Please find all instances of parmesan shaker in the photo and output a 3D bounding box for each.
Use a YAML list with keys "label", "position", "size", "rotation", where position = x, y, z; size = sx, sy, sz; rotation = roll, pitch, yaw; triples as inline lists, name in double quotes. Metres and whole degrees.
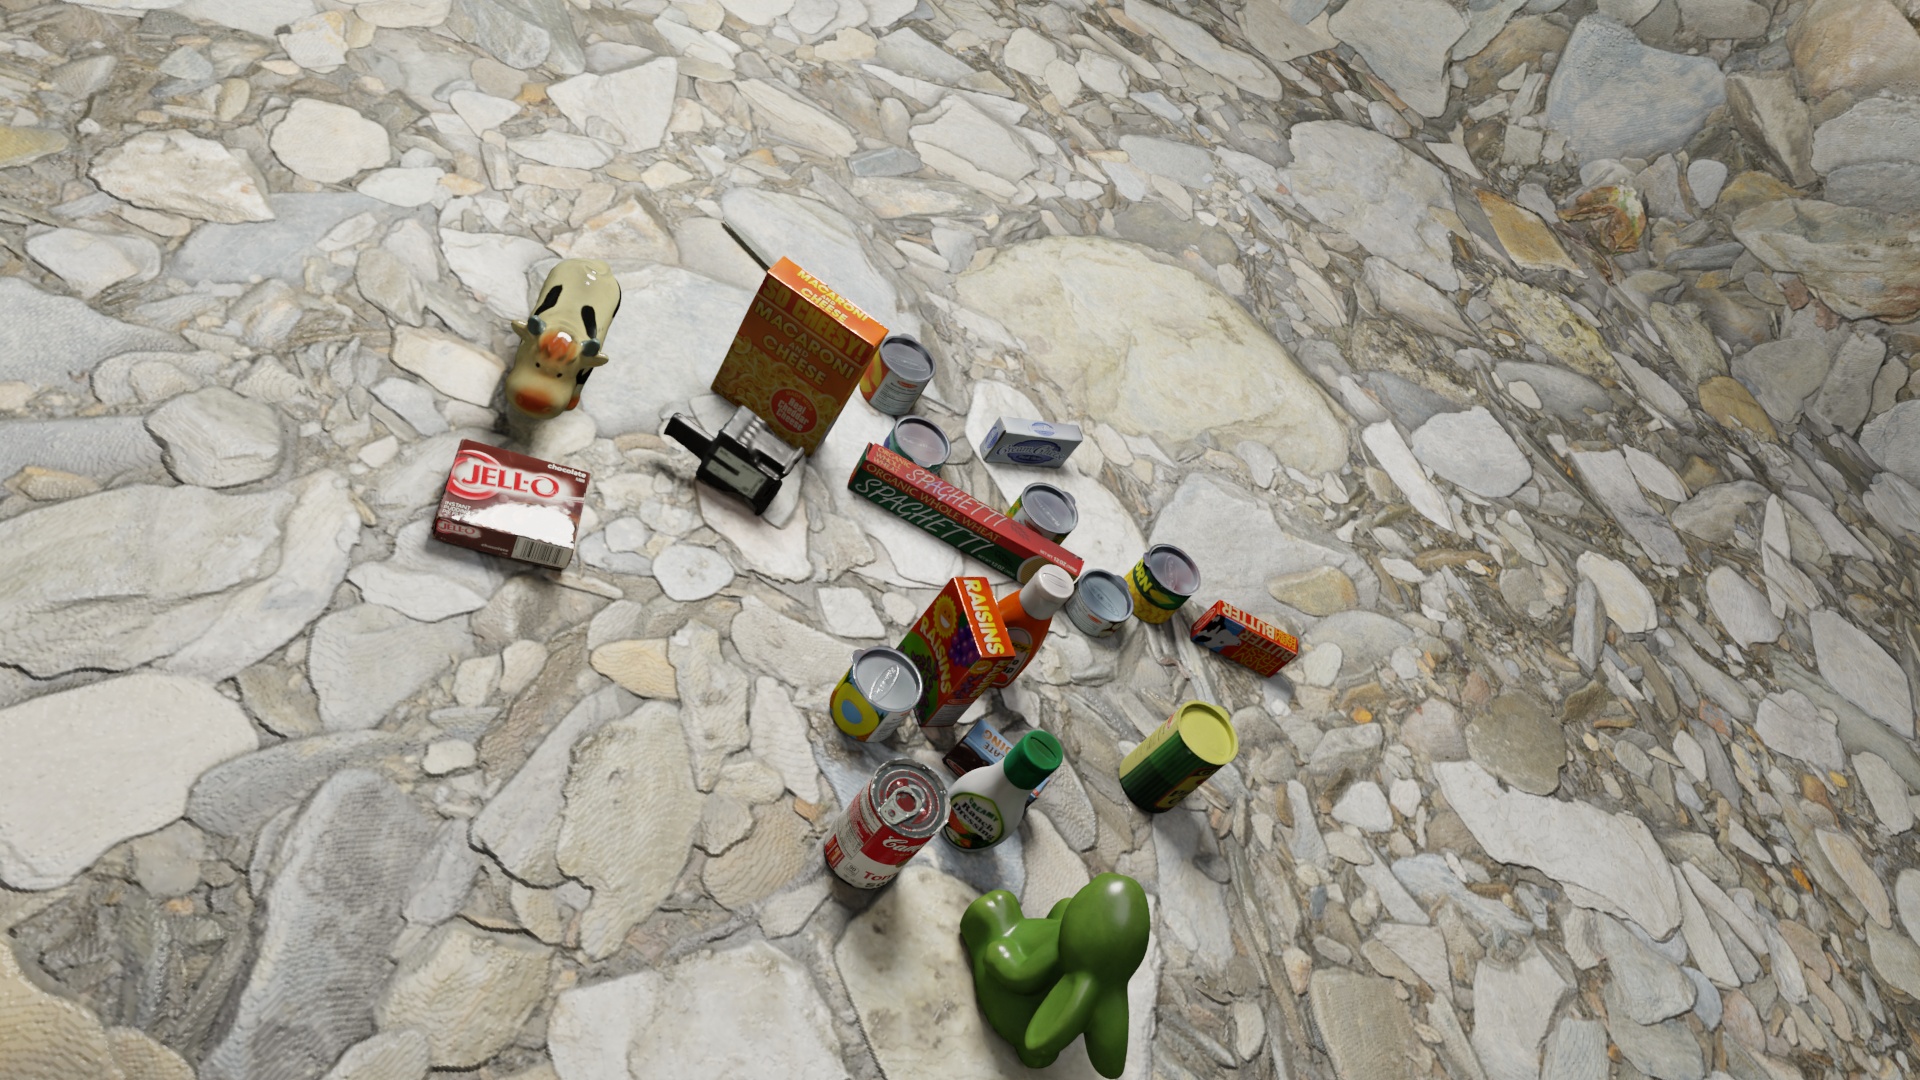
- label: "parmesan shaker"
  position: [0.204, 0.202, 1.300]
  size: [0.071, 0.102, 0.072]
  rotation: [18, 46, -20]

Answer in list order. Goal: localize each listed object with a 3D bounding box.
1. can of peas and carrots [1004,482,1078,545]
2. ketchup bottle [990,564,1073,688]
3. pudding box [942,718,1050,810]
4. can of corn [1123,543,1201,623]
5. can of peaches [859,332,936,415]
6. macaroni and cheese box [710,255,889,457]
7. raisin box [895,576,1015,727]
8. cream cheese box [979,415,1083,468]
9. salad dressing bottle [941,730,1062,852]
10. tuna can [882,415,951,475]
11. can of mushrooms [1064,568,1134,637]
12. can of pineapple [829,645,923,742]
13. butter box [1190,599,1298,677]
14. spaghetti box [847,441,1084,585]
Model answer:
- label: "can of peas and carrots"
  position: [0.081, -0.018, 1.443]
  size: [0.071, 0.058, 0.071]
  rotation: [18, 46, -19]
- label: "ketchup bottle"
  position: [0.052, 0.077, 1.276]
  size: [0.065, 0.148, 0.044]
  rotation: [26, 44, -11]
- label: "pudding box"
  position: [0.031, 0.203, 1.227]
  size: [0.084, 0.049, 0.030]
  rotation: [41, 43, 4]
- label: "can of corn"
  position: [0.209, 0.045, 1.470]
  size: [0.071, 0.058, 0.071]
  rotation: [18, 46, -19]
- label: "can of peaches"
  position: [-0.067, -0.178, 1.484]
  size: [0.071, 0.057, 0.071]
  rotation: [18, 46, -19]
- label: "macaroni and cheese box"
  position: [-0.158, -0.176, 1.346]
  size: [0.124, 0.165, 0.040]
  rotation: [35, 43, -2]
- label: "raisin box"
  position: [-0.006, 0.100, 1.238]
  size: [0.040, 0.122, 0.086]
  rotation: [2, 53, -32]
- label: "cream cheese box"
  position: [0.077, -0.107, 1.520]
  size: [0.104, 0.053, 0.024]
  rotation: [4, 52, -30]
- label: "salad dressing bottle"
  position: [0.034, 0.208, 1.153]
  size: [0.064, 0.147, 0.044]
  rotation: [42, 43, 5]
- label: "tuna can"
  position: [-0.046, -0.093, 1.444]
  size: [0.071, 0.032, 0.071]
  rotation: [18, 46, -19]
- label: "can of mushrooms"
  position: [0.144, 0.064, 1.431]
  size: [0.071, 0.033, 0.071]
  rotation: [18, 46, -19]
- label: "can of pineapple"
  position: [-0.075, 0.133, 1.212]
  size: [0.071, 0.057, 0.071]
  rotation: [18, 46, -19]
- label: "butter box"
  position: [0.303, 0.105, 1.483]
  size: [0.103, 0.052, 0.024]
  rotation: [26, 44, -11]
- label: "spaghetti box"
  position: [0.005, -0.018, 1.399]
  size: [0.250, 0.050, 0.029]
  rotation: [29, 44, -8]
